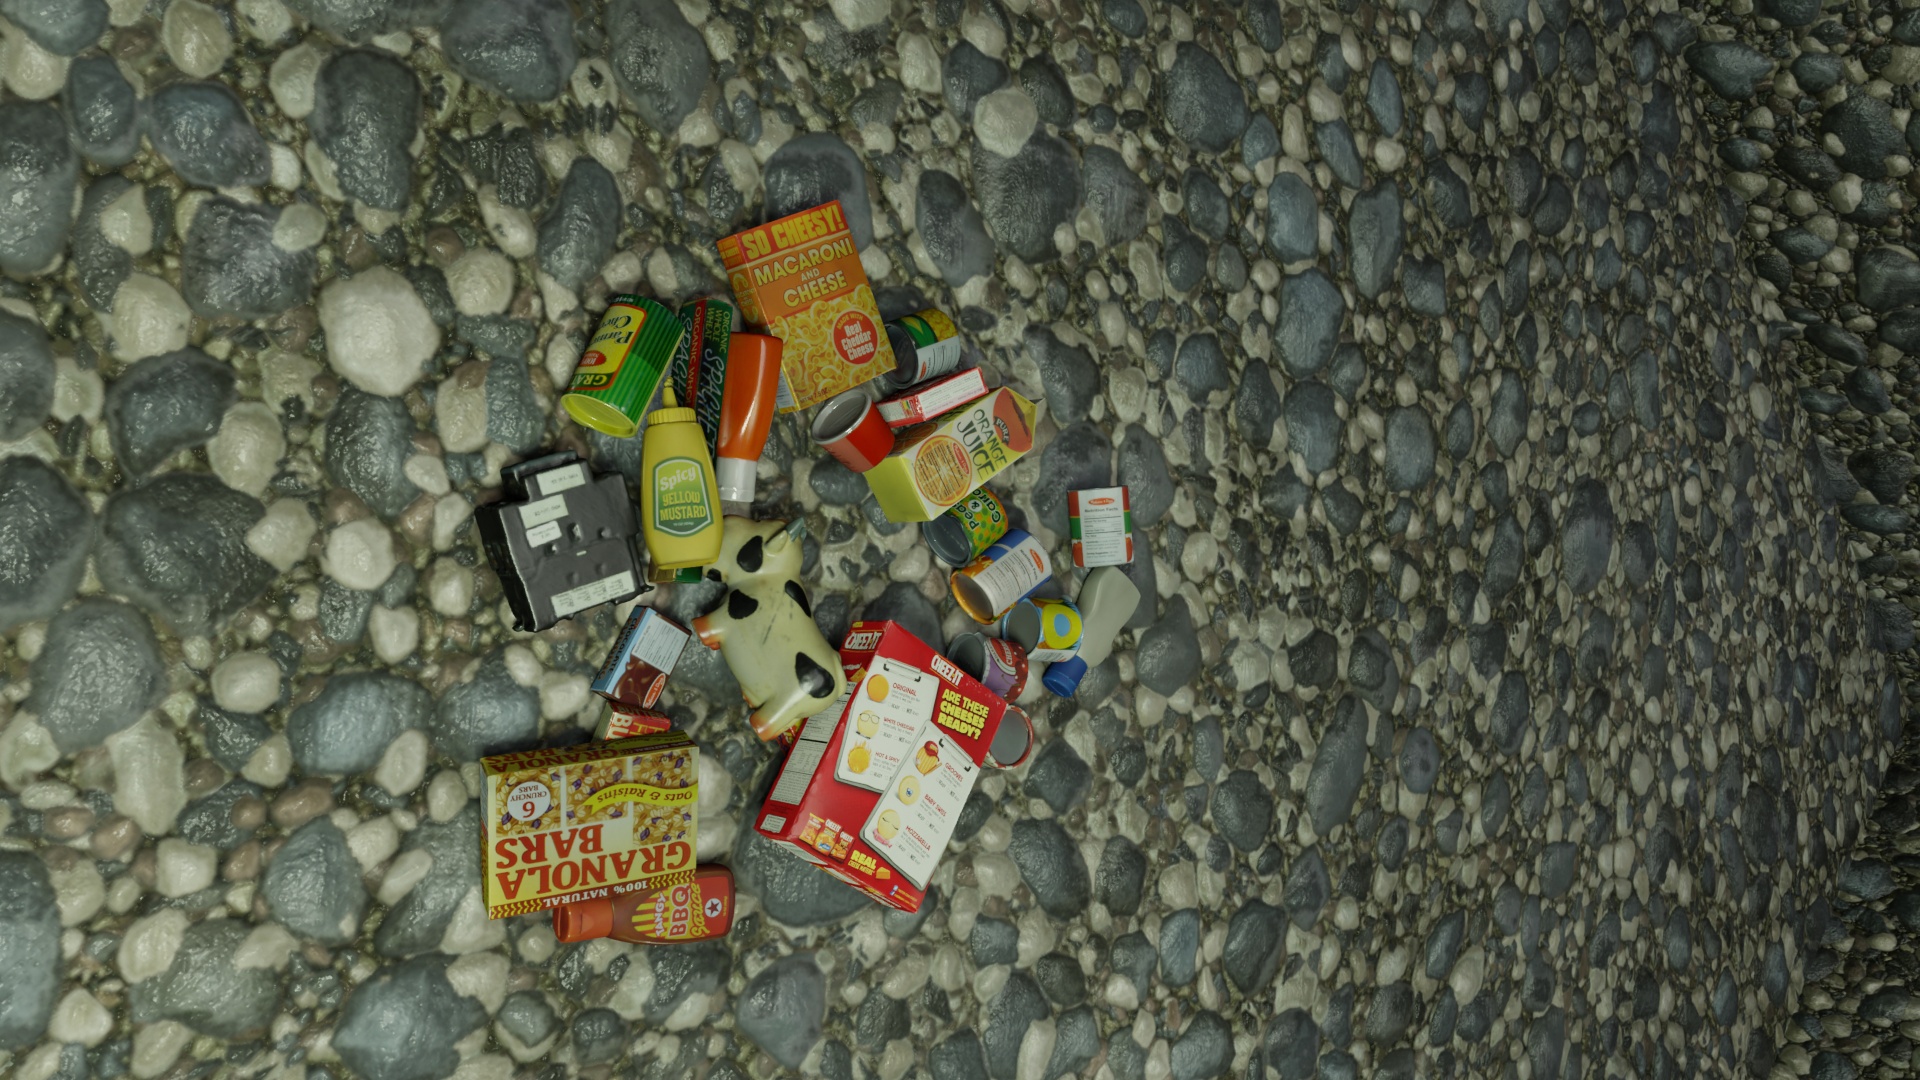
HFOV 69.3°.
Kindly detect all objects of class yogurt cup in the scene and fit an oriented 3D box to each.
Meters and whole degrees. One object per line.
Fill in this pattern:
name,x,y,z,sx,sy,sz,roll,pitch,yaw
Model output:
yogurt cup,-0.098,-0.101,1.303,0.053,0.072,0.073,49,60,-35

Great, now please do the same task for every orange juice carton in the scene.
orange juice carton,0.000,-0.095,1.375,0.193,0.071,0.073,-37,110,-33

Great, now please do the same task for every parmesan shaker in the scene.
parmesan shaker,-0.282,-0.146,1.158,0.071,0.071,0.103,34,64,-32

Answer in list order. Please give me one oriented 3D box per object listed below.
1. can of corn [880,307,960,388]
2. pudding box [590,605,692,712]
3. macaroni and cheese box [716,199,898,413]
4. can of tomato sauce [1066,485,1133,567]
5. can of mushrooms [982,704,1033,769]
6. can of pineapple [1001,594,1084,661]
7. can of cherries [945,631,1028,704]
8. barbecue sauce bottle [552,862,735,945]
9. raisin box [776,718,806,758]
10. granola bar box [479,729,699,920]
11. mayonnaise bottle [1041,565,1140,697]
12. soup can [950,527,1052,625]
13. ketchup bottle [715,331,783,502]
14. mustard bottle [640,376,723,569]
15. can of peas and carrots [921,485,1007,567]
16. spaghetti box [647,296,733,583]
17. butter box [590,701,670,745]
can of corn,-0.044,-0.189,1.350,0.058,0.071,0.071,-25,103,-37
pudding box,-0.270,0.102,1.178,0.049,0.030,0.084,37,66,-32
macaroni and cheese box,-0.141,-0.217,1.290,0.124,0.040,0.166,-29,106,-36
can of tomato sauce,0.151,-0.016,1.494,0.071,0.071,0.083,-7,92,-38
can of mushrooms,0.042,0.201,1.417,0.071,0.033,0.071,3,85,-38
can of pineapple,0.084,0.090,1.435,0.058,0.071,0.071,6,84,-38
can of cherries,0.027,0.127,1.385,0.058,0.071,0.071,14,79,-37
barbecue sauce bottle,-0.264,0.309,1.164,0.149,0.043,0.065,3,91,-38
raisin box,-0.121,0.182,1.286,0.086,0.040,0.123,-33,109,-34
granola bar box,-0.296,0.225,1.111,0.166,0.039,0.123,-4,106,-29
mayonnaise bottle,0.138,0.099,1.493,0.064,0.041,0.149,47,62,-27
soup can,0.040,0.037,1.403,0.084,0.071,0.071,-36,110,-29
ketchup bottle,-0.194,-0.109,1.231,0.043,0.065,0.148,4,94,-50
mustard bottle,-0.235,-0.058,1.146,0.065,0.048,0.160,-7,85,-14
can of peas and carrots,0.005,-0.017,1.375,0.059,0.071,0.070,-38,111,-34
spaghetti box,-0.234,-0.086,1.203,0.029,0.050,0.250,11,81,-39
butter box,-0.283,0.187,1.147,0.053,0.024,0.103,19,94,-35
